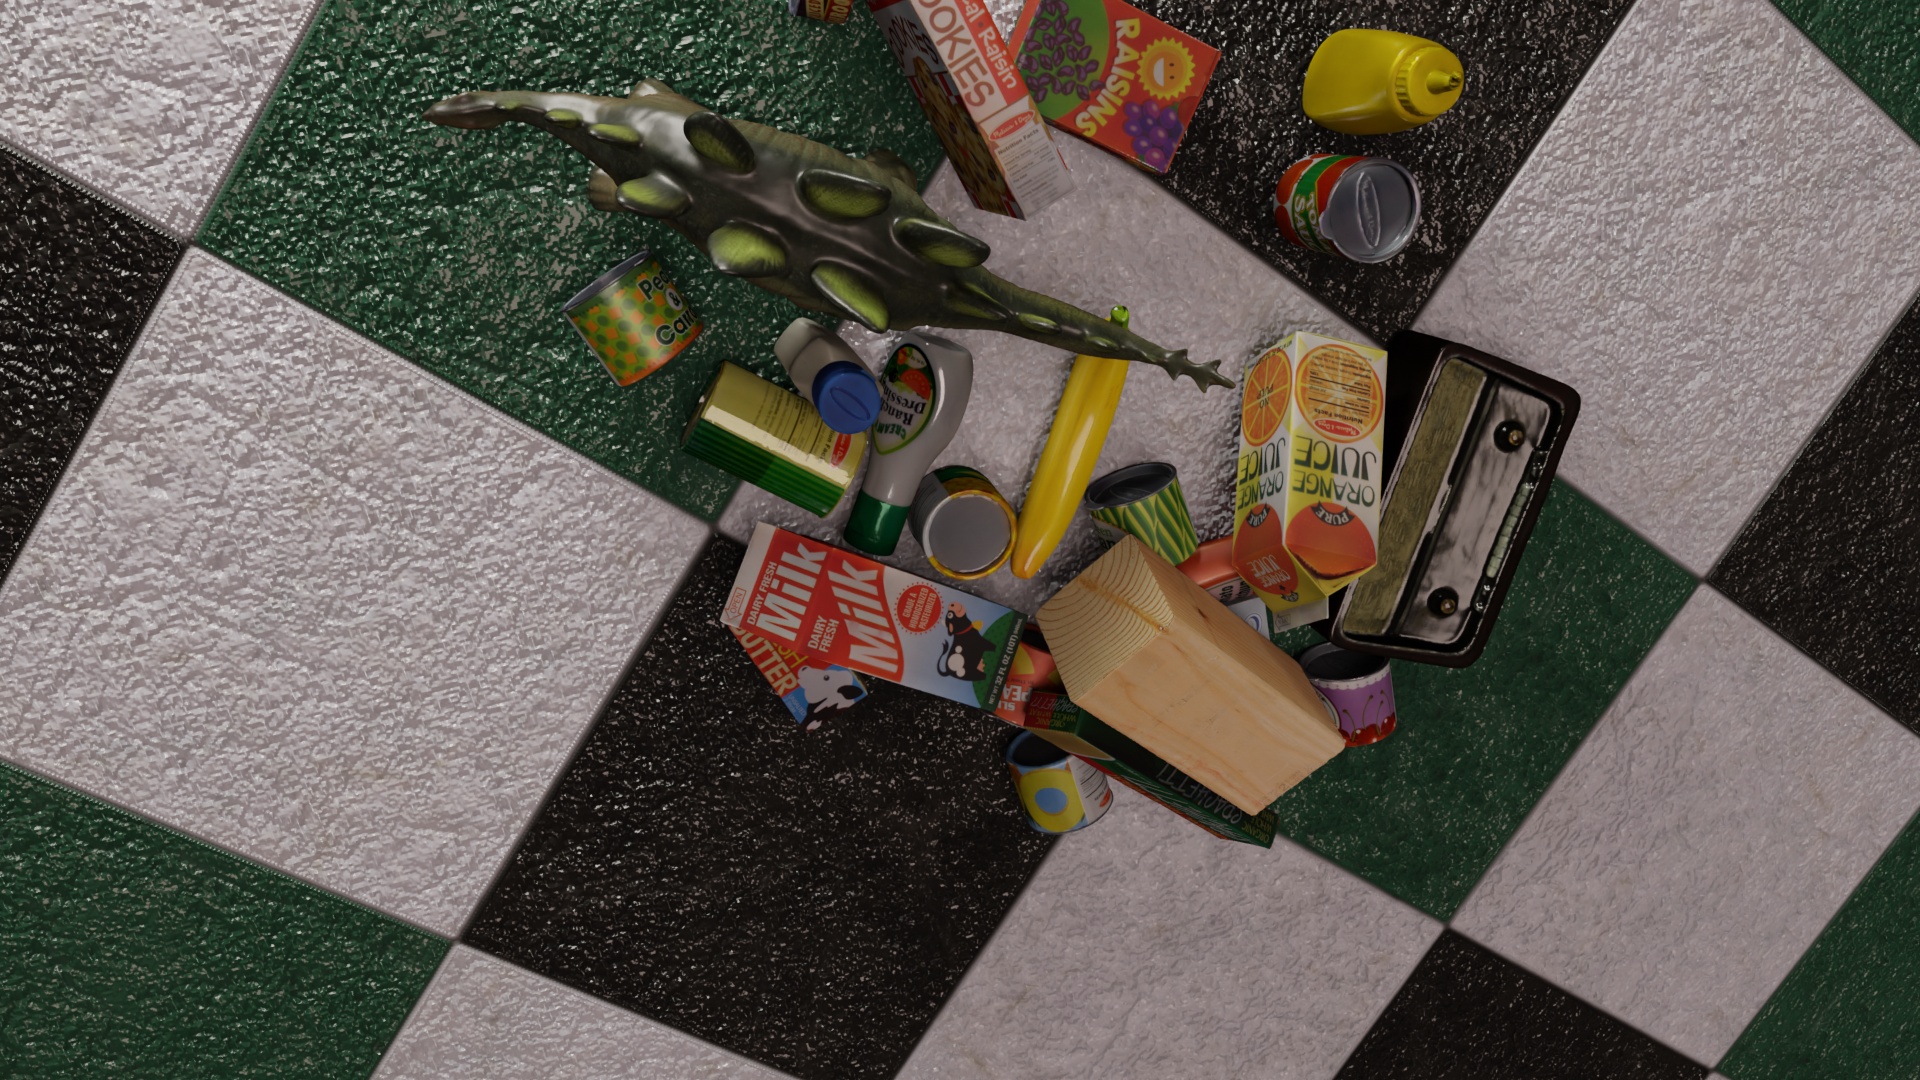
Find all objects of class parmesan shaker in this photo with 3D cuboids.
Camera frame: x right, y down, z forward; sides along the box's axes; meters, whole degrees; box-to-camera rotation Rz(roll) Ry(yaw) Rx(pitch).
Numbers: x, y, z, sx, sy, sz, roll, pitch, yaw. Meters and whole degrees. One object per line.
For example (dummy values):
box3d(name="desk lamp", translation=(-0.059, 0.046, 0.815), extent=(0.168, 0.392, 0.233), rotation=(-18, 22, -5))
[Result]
box3d(name="parmesan shaker", translation=(-0.120, -0.068, 0.896), extent=(0.103, 0.071, 0.071), rotation=(26, 100, -18))

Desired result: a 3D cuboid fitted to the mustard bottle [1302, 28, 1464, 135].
box3d(name="mustard bottle", translation=(0.269, -0.285, 0.866), extent=(0.049, 0.161, 0.065), rotation=(9, 106, -17))

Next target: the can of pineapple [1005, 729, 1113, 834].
box3d(name="can of pineapple", translation=(0.070, 0.172, 1.012), extent=(0.071, 0.071, 0.057), rotation=(-21, 110, -6))

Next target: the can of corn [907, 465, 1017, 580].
box3d(name="can of corn", translation=(0.003, -0.012, 0.943), extent=(0.071, 0.058, 0.071), rotation=(-4, 108, -11))

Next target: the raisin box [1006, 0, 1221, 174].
box3d(name="raisin box", translation=(0.091, -0.298, 0.886), extent=(0.123, 0.040, 0.086), rotation=(20, 101, -19))

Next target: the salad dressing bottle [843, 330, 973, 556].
box3d(name="salad dressing bottle", translation=(-0.037, -0.062, 0.918), extent=(0.044, 0.064, 0.147), rotation=(2, 113, -50))

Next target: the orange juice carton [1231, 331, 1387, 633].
box3d(name="orange juice carton", translation=(0.235, -0.036, 0.939), extent=(0.073, 0.071, 0.193), rotation=(11, 76, -15))

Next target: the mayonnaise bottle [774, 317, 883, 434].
box3d(name="mayonnaise bottle", translation=(-0.078, -0.099, 0.849), extent=(0.064, 0.148, 0.041), rotation=(38, 96, -20))

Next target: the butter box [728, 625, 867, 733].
box3d(name="butter box", translation=(-0.114, 0.079, 0.963), extent=(0.053, 0.024, 0.103), rotation=(-34, 111, -2))

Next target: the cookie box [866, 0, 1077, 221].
box3d(name="cookie box", translation=(0.000, -0.277, 0.826), extent=(0.040, 0.123, 0.167), rotation=(-31, 111, -3))

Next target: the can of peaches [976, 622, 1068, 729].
box3d(name="can of peaches", translation=(0.047, 0.095, 0.980), extent=(0.071, 0.071, 0.058), rotation=(17, 102, -17))

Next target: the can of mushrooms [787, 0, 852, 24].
box3d(name="can of mushrooms", translation=(-0.080, -0.338, 0.818), extent=(0.033, 0.071, 0.070), rotation=(5, 106, -16))

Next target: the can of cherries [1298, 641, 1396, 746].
box3d(name="can of cherries", translation=(0.289, 0.115, 1.044), extent=(0.071, 0.071, 0.058), rotation=(-16, 111, -8))

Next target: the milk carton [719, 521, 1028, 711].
box3d(name="milk carton", translation=(-0.060, 0.049, 0.921), extent=(0.190, 0.073, 0.072), rotation=(21, 88, -25))

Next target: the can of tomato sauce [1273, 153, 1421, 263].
box3d(name="can of tomato sauce", translation=(0.253, -0.221, 0.923), extent=(0.071, 0.083, 0.071), rotation=(-4, 108, -12))

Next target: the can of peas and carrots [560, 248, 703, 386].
box3d(name="can of peas and carrots", translation=(-0.199, -0.138, 0.853), extent=(0.071, 0.071, 0.058), rotation=(-34, 112, -1))

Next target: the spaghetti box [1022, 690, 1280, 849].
box3d(name="spaghetti box", translation=(0.143, 0.168, 0.996), extent=(0.249, 0.050, 0.029), rotation=(34, 69, -37))

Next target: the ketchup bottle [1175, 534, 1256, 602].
box3d(name="ketchup bottle", translation=(0.156, 0.029, 0.992), extent=(0.149, 0.064, 0.043), rotation=(-14, 69, -5))

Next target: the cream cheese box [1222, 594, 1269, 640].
box3d(name="cream cheese box", translation=(0.176, 0.073, 1.028), extent=(0.104, 0.024, 0.053), rotation=(-16, 111, -7))

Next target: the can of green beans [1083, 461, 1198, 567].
box3d(name="can of green beans", translation=(0.126, -0.015, 0.967), extent=(0.071, 0.071, 0.057), rotation=(-22, 111, -5))
